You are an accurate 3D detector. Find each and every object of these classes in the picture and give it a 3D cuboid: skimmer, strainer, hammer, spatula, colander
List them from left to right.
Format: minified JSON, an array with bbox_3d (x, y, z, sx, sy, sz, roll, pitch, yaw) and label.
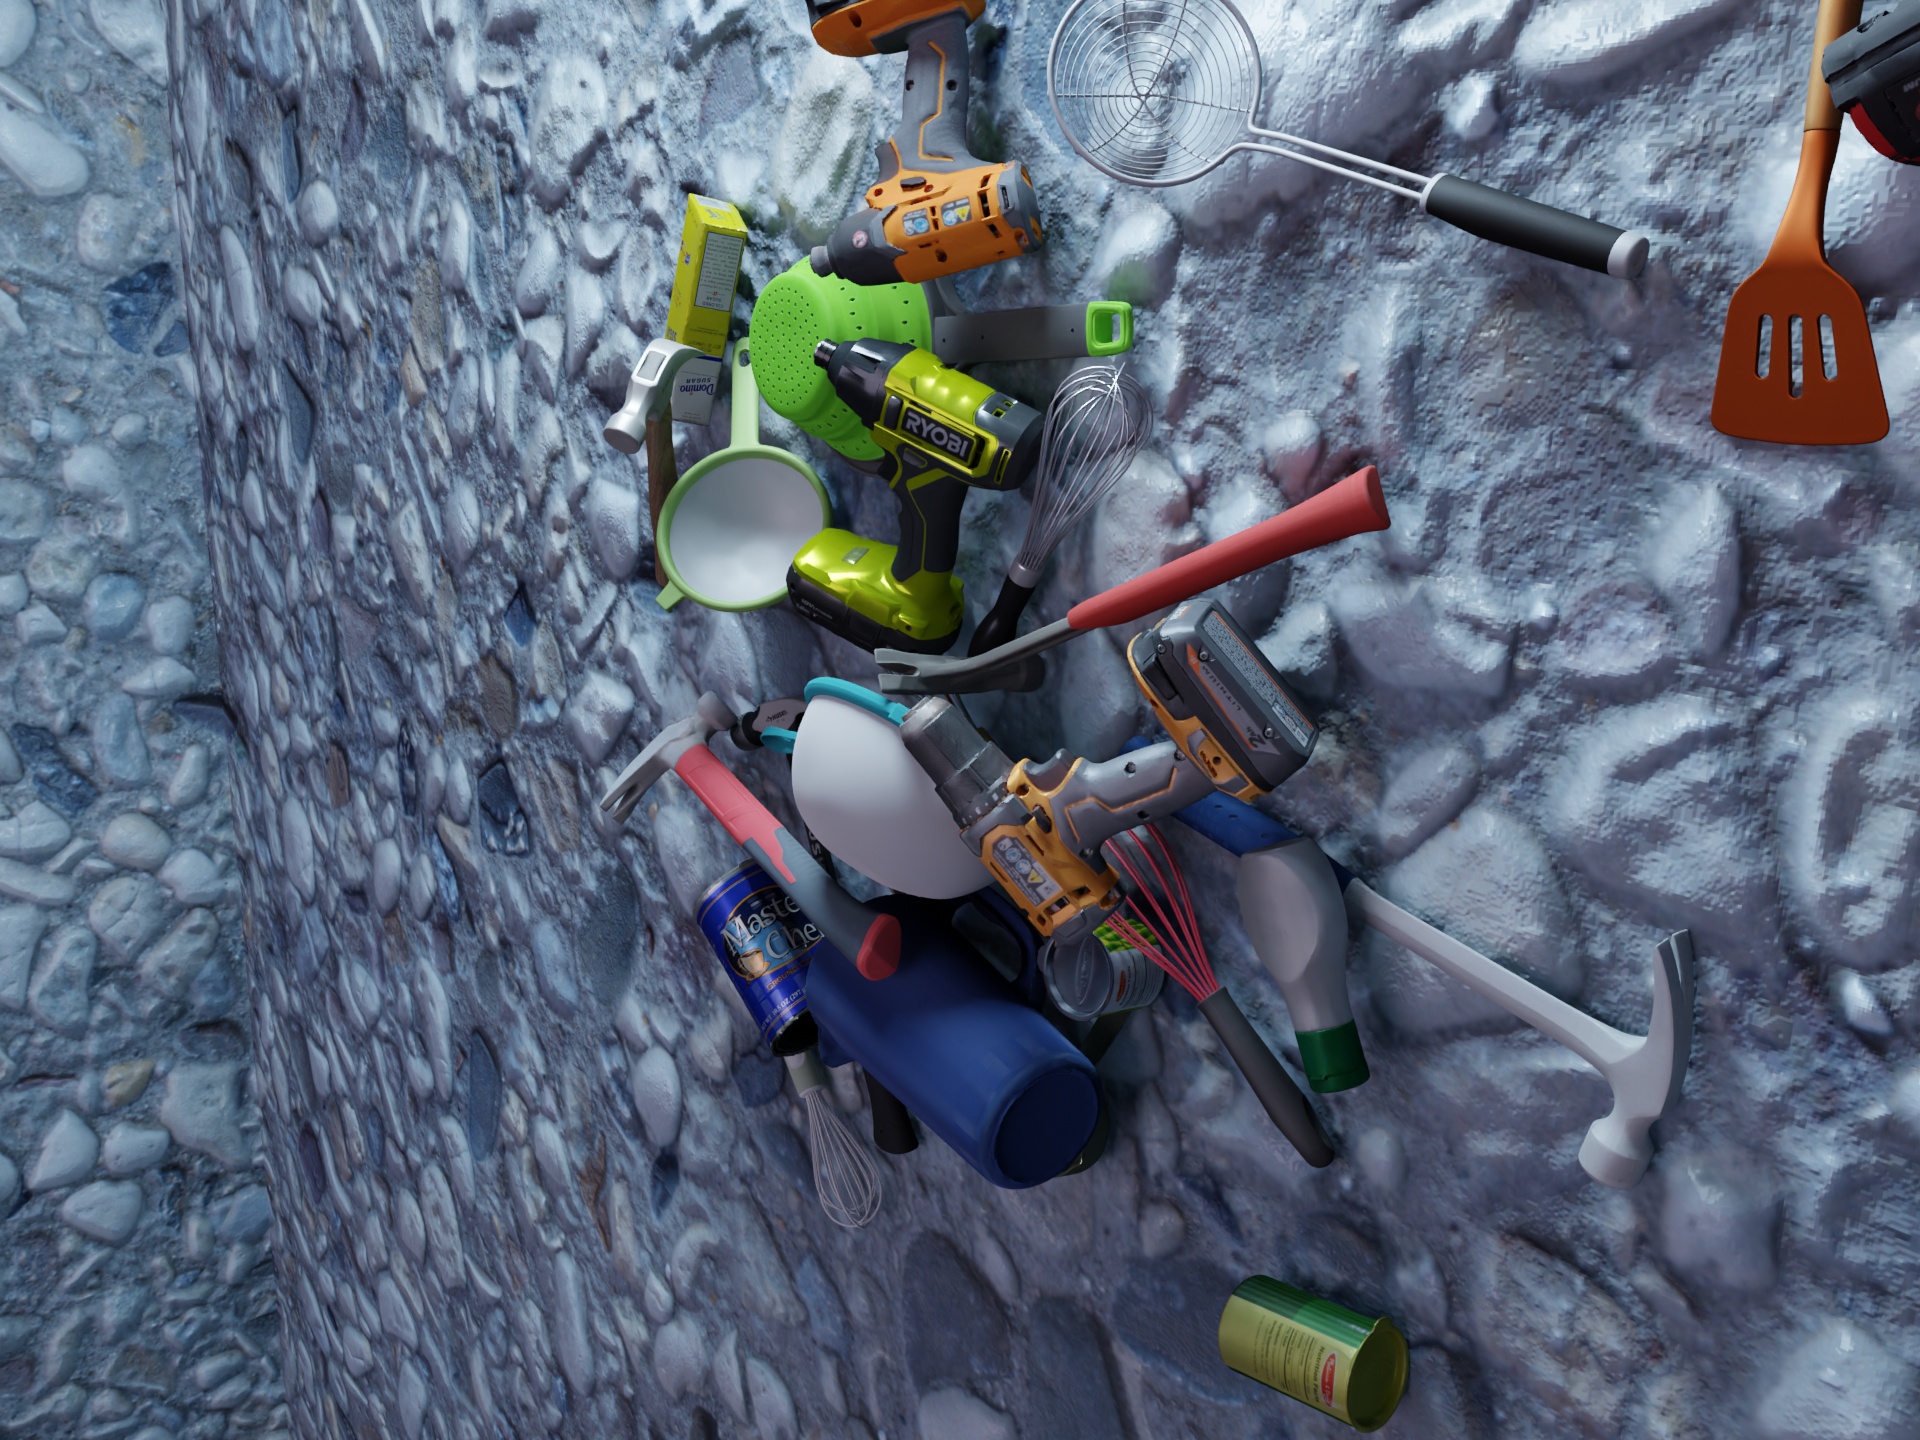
[{"bbox_3d":[-0.256,-0.209,1.373,0.331,0.031,0.130,107,-177,-66],"label":"hammer"},{"bbox_3d":[-0.169,0.107,1.284,0.143,0.038,0.387,-45,41,-6],"label":"hammer"},{"bbox_3d":[-0.177,-0.201,1.361,0.151,0.069,0.256,-5,70,8],"label":"strainer"},{"bbox_3d":[-0.102,0.174,1.384,0.149,0.036,0.409,-21,83,49],"label":"hammer"},{"bbox_3d":[-0.086,0.061,1.212,0.340,0.210,0.095,10,61,55],"label":"strainer"},{"bbox_3d":[-0.044,-0.278,1.166,0.397,0.094,0.204,11,106,48],"label":"colander"},{"bbox_3d":[0.109,-0.080,1.015,0.359,0.149,0.037,-22,75,43],"label":"hammer"},{"bbox_3d":[0.202,-0.322,0.873,0.364,0.090,0.127,36,92,37],"label":"skimmer"},{"bbox_3d":[0.246,0.106,0.959,0.406,0.035,0.144,33,122,41],"label":"hammer"},{"bbox_3d":[0.392,-0.287,0.712,0.081,0.041,0.322,15,105,47],"label":"spatula"}]

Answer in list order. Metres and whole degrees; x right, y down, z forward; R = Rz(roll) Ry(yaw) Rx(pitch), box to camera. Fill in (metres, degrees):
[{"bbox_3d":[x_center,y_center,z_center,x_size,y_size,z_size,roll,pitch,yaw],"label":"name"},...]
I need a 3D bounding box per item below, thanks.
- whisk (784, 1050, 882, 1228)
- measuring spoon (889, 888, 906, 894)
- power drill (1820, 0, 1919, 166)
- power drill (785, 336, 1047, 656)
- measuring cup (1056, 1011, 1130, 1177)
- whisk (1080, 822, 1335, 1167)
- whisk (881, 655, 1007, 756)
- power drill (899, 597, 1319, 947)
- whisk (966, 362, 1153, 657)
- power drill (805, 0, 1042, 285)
[{"bbox_3d":[-0.133,0.346,1.450,0.058,0.059,0.247,-30,67,9],"label":"whisk"},{"bbox_3d":[-0.077,0.114,1.324,0.018,0.034,0.124,-32,93,19],"label":"measuring spoon"},{"bbox_3d":[0.418,-0.174,0.614,0.078,0.143,0.220,-21,80,47],"label":"power drill"},{"bbox_3d":[-0.047,-0.161,1.155,0.171,0.080,0.223,29,132,10],"label":"power drill"},{"bbox_3d":[0.097,0.263,1.177,0.083,0.038,0.167,43,111,42],"label":"measuring cup"},{"bbox_3d":[0.157,0.168,1.064,0.296,0.073,0.073,56,135,18],"label":"whisk"},{"bbox_3d":[-0.001,-0.004,1.226,0.245,0.051,0.047,51,168,24],"label":"whisk"},{"bbox_3d":[0.083,0.017,0.994,0.226,0.084,0.185,-39,92,29],"label":"power drill"},{"bbox_3d":[0.057,-0.129,1.115,0.070,0.070,0.284,53,138,28],"label":"whisk"},{"bbox_3d":[-0.043,-0.416,1.102,0.164,0.084,0.226,-11,89,15],"label":"power drill"}]
